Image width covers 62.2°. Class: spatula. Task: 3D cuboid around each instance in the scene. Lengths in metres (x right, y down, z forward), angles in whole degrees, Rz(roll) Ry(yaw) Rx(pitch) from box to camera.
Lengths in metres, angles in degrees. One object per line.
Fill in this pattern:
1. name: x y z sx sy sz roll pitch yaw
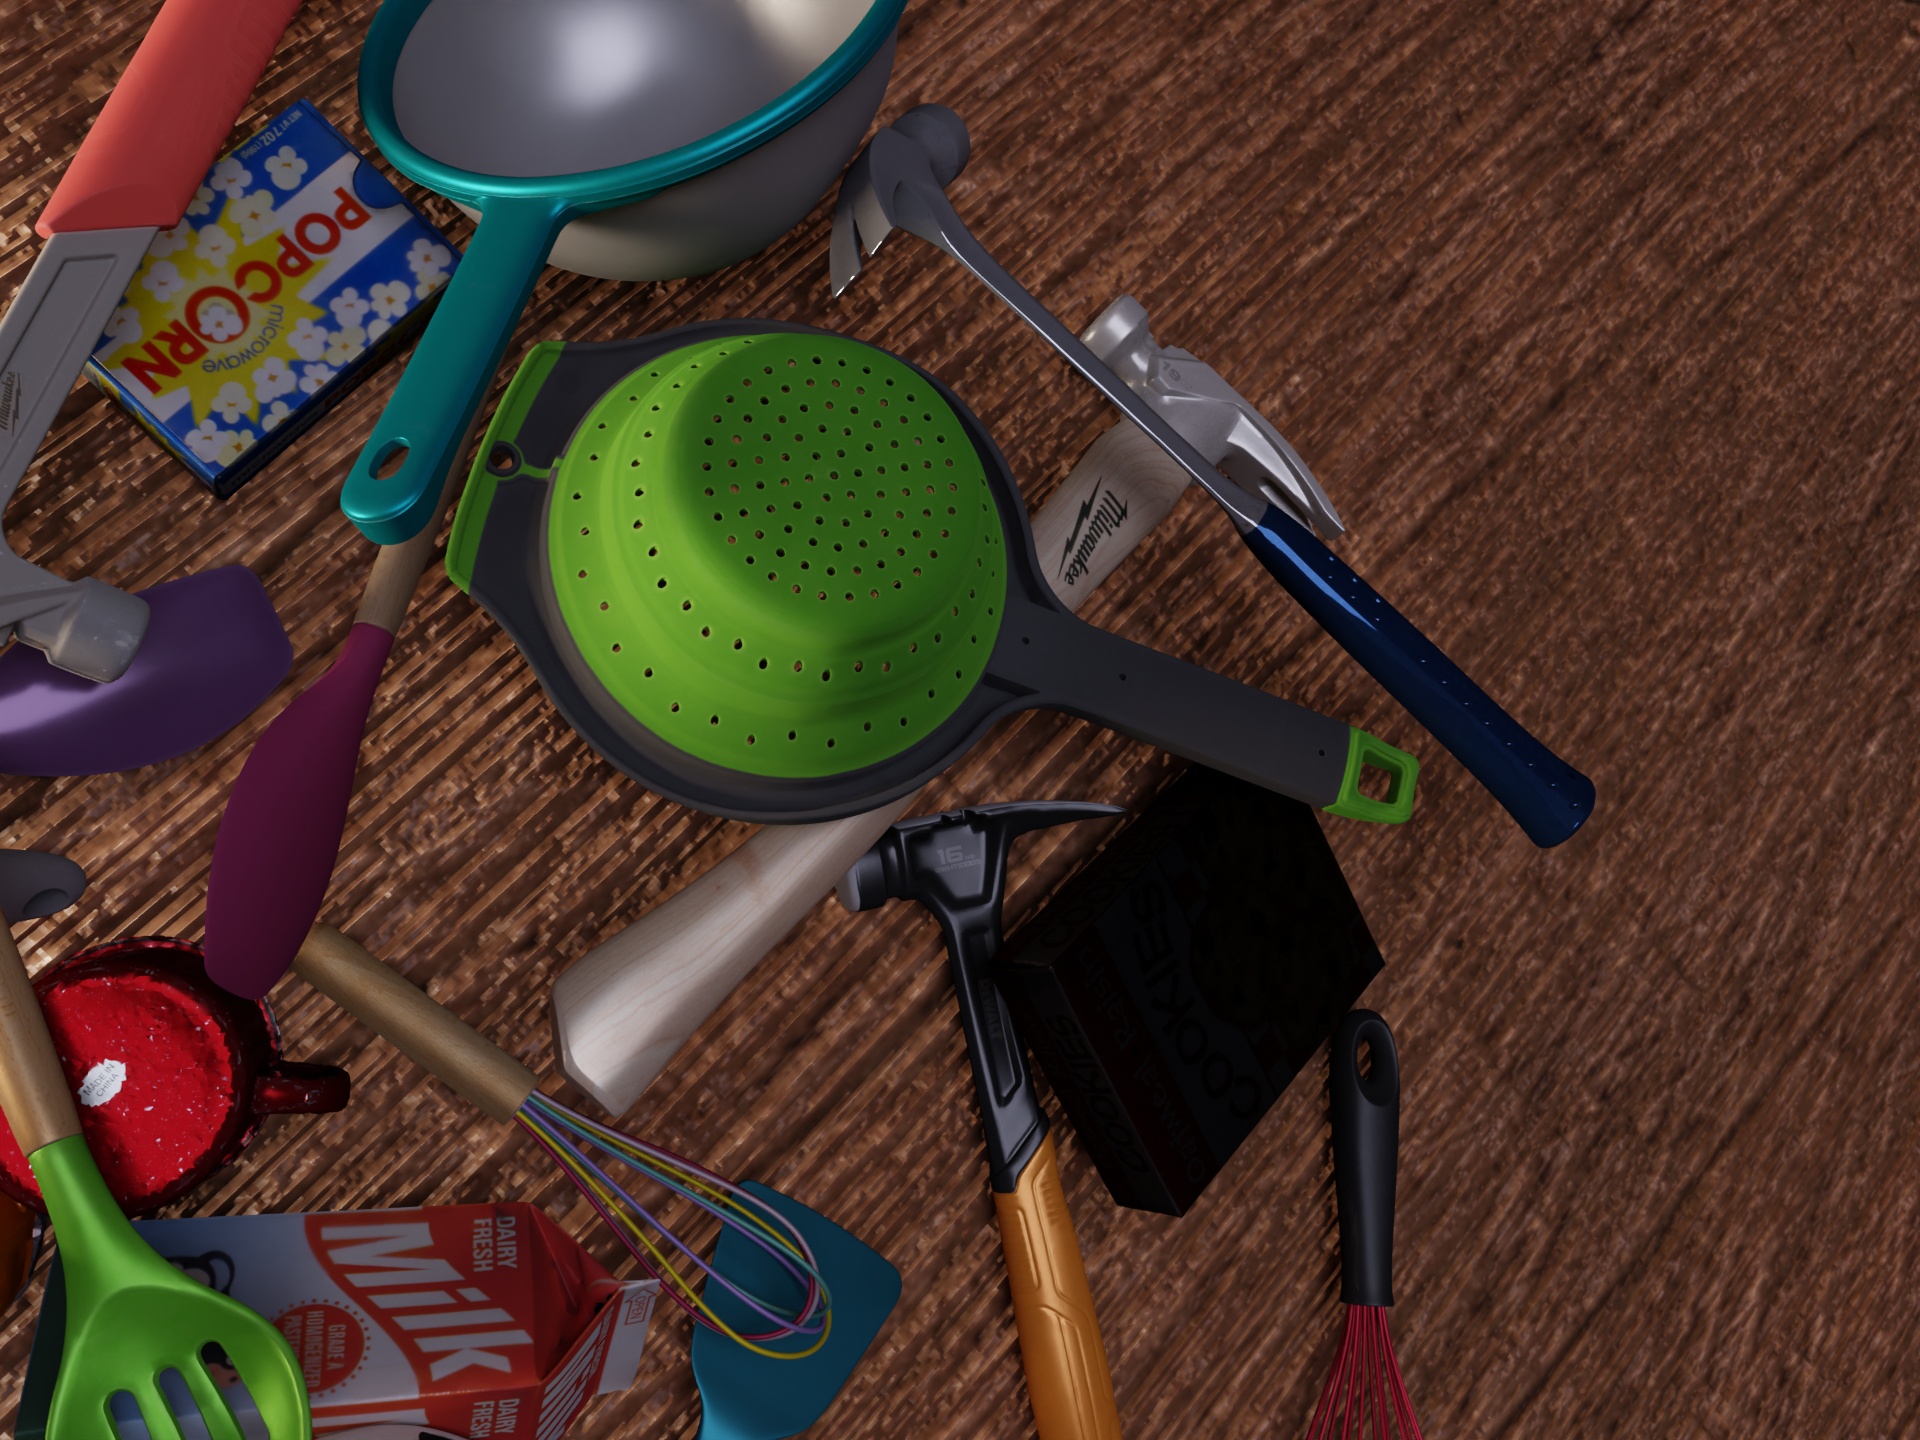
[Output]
1. spatula: -0.376 0.028 0.518 0.316 0.018 0.059 -27 103 -30
2. spatula: -0.131 0.332 0.592 0.082 0.044 0.317 35 78 -12

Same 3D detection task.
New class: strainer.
1. strainer: -0.125 -0.184 0.577 0.211 0.095 0.341 7 62 17

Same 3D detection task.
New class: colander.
1. colander: 0.018 -0.043 0.591 0.397 0.094 0.205 20 71 -13

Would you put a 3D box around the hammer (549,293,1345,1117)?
1. hammer: -0.001 -0.002 0.646 0.146 0.038 0.411 43 67 -4

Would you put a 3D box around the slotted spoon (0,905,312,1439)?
1. slotted spoon: -0.275 0.101 0.470 0.070 0.031 0.314 -25 80 -18

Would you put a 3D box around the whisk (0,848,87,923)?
1. whisk: -0.390 0.059 0.474 0.238 0.055 0.055 0 83 -48

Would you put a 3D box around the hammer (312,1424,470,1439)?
1. hammer: -0.258 0.357 0.473 0.130 0.031 0.331 44 79 -29

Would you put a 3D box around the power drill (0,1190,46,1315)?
1. power drill: -0.373 0.224 0.438 0.226 0.164 0.084 -44 100 -17

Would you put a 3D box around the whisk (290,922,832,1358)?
1. whisk: -0.145 0.155 0.586 0.245 0.051 0.047 38 56 -4

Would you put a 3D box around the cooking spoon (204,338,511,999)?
1. cooking spoon: -0.205 -0.055 0.579 0.017 0.068 0.319 7 67 11

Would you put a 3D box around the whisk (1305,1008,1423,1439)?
1. whisk: 0.178 0.276 0.698 0.073 0.073 0.296 9 75 -20

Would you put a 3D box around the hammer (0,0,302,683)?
1. hammer: -0.279 -0.201 0.534 0.149 0.037 0.359 30 71 -35

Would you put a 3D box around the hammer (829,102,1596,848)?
1. hammer: 0.110 -0.086 0.645 0.405 0.035 0.144 41 33 -11

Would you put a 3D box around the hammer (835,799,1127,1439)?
1. hammer: 0.037 0.201 0.664 0.127 0.034 0.337 -10 87 -20
